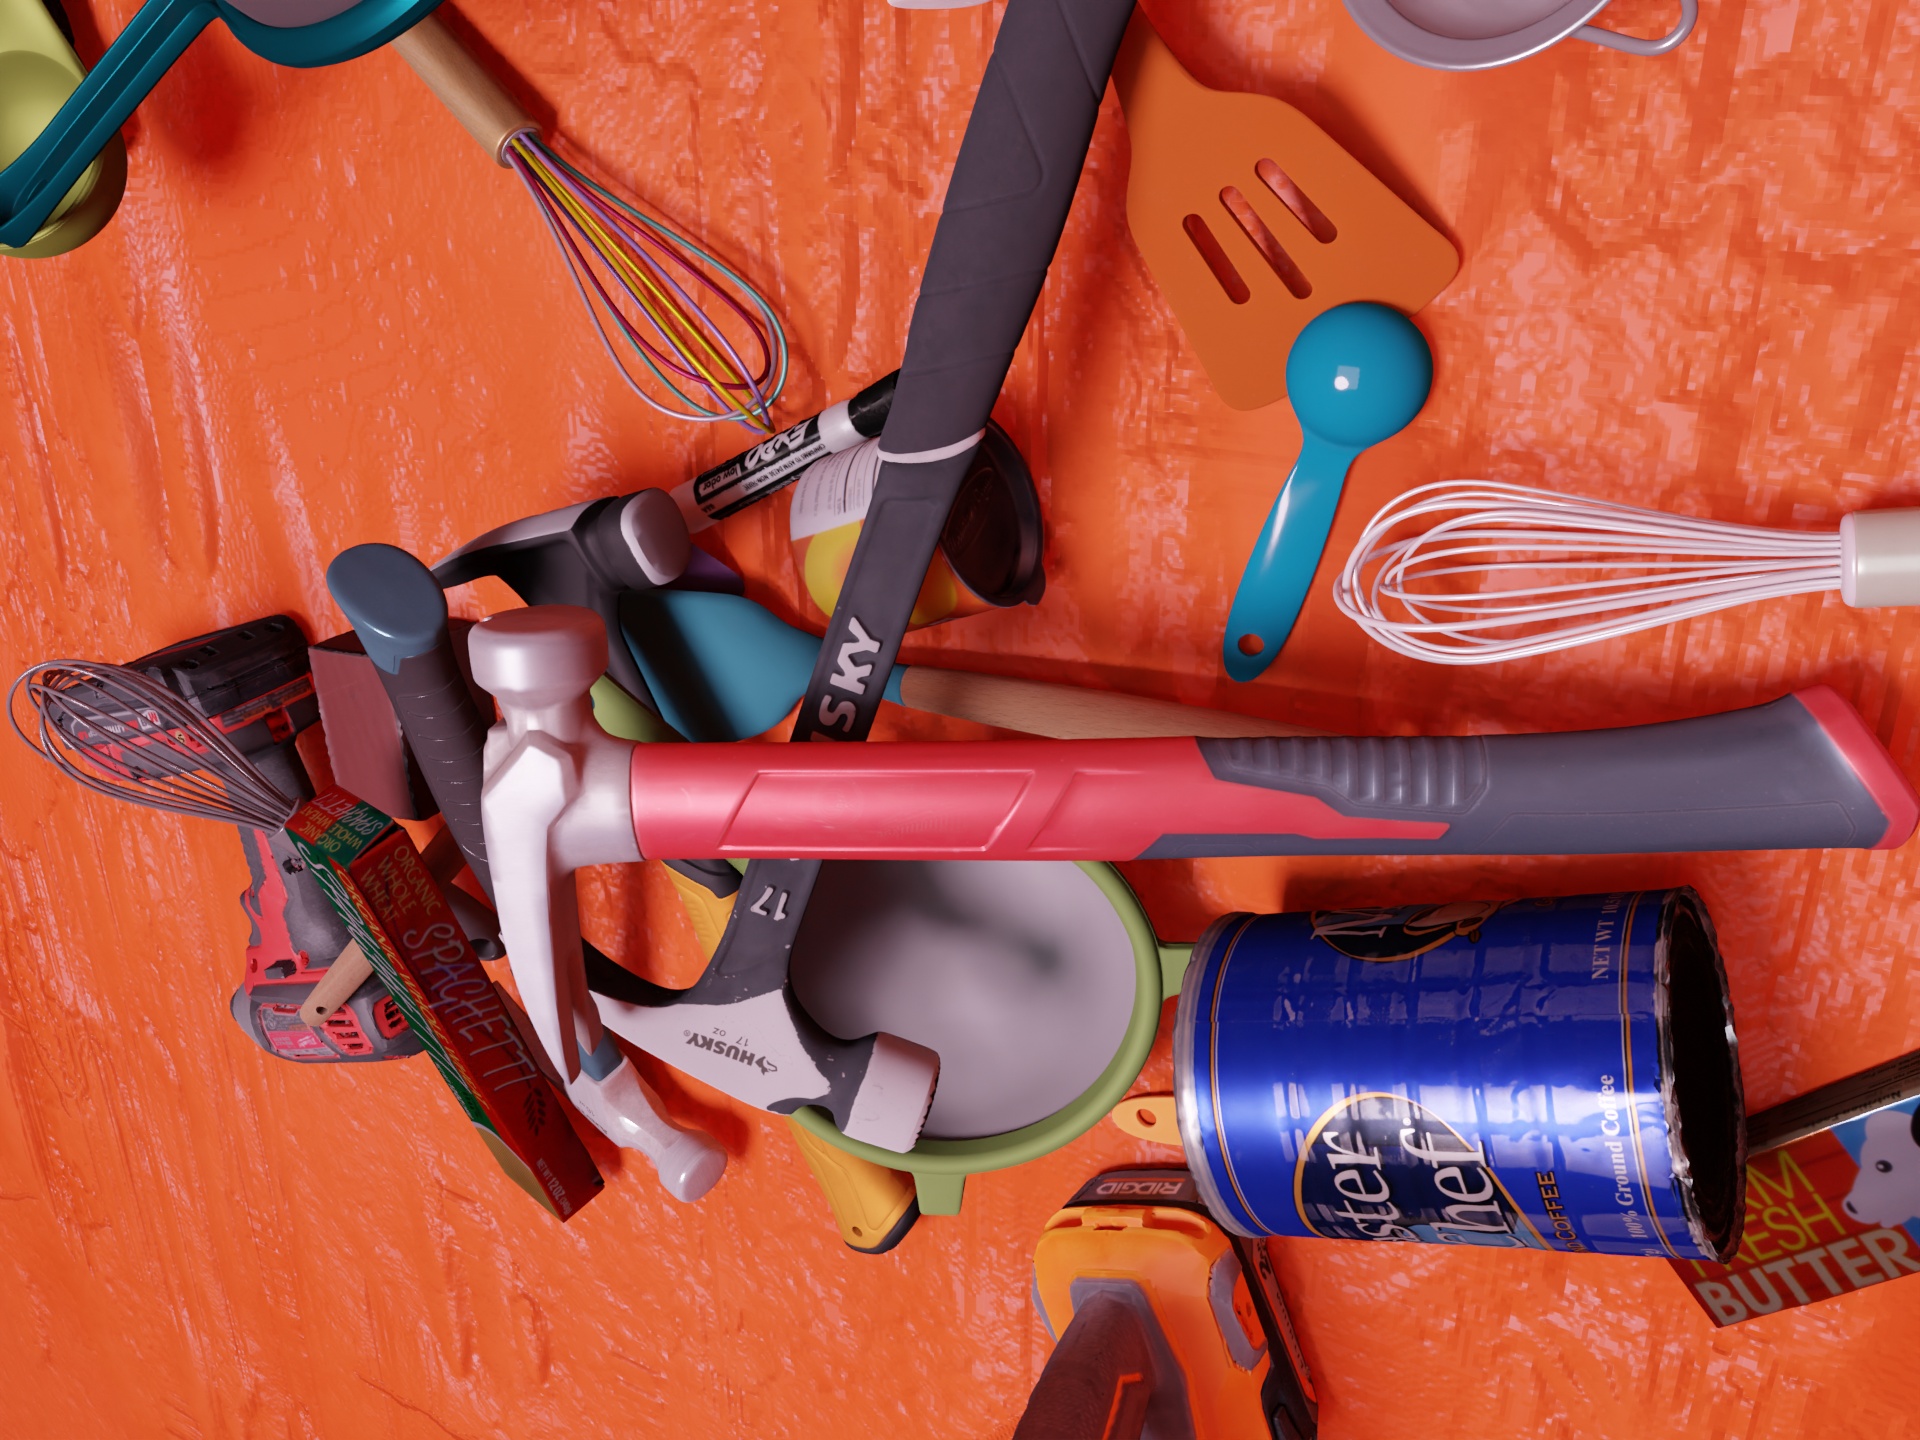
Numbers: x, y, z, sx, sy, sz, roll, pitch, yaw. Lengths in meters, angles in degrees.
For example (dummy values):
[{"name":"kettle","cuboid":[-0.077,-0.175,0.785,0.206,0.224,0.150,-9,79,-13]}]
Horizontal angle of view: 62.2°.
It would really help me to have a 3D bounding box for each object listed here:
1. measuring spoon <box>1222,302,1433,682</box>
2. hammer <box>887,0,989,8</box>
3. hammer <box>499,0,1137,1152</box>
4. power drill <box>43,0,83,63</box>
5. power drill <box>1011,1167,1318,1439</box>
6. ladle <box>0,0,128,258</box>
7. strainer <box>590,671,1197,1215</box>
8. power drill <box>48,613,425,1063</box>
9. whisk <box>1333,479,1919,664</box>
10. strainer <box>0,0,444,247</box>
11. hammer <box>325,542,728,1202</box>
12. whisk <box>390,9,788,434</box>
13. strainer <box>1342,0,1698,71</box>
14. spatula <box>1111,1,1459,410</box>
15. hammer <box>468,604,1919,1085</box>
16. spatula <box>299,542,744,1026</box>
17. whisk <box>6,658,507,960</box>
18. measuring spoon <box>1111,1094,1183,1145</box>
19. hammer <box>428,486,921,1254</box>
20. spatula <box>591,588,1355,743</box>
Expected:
[{"name":"measuring spoon","cuboid":[0.104,-0.062,0.479,0.042,0.021,0.128,20,122,7]},{"name":"hammer","cuboid":[-0.135,-0.282,0.503,0.331,0.031,0.130,9,112,30]},{"name":"hammer","cuboid":[-0.020,-0.064,0.464,0.149,0.036,0.408,19,109,-1]},{"name":"power drill","cuboid":[-0.356,-0.338,0.615,0.227,0.080,0.188,-16,103,38]},{"name":"power drill","cuboid":[0.044,0.275,0.534,0.084,0.226,0.164,-12,104,34]},{"name":"ladle","cuboid":[-0.354,-0.318,0.536,0.078,0.062,0.320,8,124,11]},{"name":"strainer","cuboid":[-0.044,0.049,0.560,0.256,0.069,0.151,40,108,-11]},{"name":"power drill","cuboid":[-0.344,0.069,0.781,0.143,0.078,0.219,-9,108,34]},{"name":"whisk","cuboid":[0.219,-0.041,0.408,0.246,0.059,0.057,-1,121,27]},{"name":"strainer","cuboid":[-0.240,-0.273,0.477,0.340,0.095,0.211,-35,62,23]},{"name":"hammer","cuboid":[-0.173,0.069,0.629,0.128,0.033,0.330,29,145,31]},{"name":"whisk","cuboid":[-0.144,-0.192,0.567,0.245,0.047,0.051,48,127,9]},{"name":"strainer","cuboid":[0.089,-0.251,0.402,0.258,0.050,0.087,48,119,12]},{"name":"spatula","cuboid":[0.026,-0.241,0.456,0.081,0.041,0.322,-31,88,36]},{"name":"hammer","cuboid":[0.057,0.036,0.449,0.386,0.038,0.143,-1,109,6]},{"name":"spatula","cuboid":[-0.201,0.035,0.669,0.059,0.018,0.316,33,118,-23]},{"name":"whisk","cuboid":[-0.298,0.046,0.700,0.055,0.055,0.238,-28,127,36]},{"name":"measuring spoon","cuboid":[0.106,0.144,0.578,0.117,0.011,0.021,-9,105,37]},{"name":"hammer","cuboid":[-0.098,0.075,0.623,0.127,0.034,0.336,-8,115,33]},{"name":"spatula","cuboid":[-0.001,-0.002,0.553,0.318,0.044,0.082,9,123,30]}]
